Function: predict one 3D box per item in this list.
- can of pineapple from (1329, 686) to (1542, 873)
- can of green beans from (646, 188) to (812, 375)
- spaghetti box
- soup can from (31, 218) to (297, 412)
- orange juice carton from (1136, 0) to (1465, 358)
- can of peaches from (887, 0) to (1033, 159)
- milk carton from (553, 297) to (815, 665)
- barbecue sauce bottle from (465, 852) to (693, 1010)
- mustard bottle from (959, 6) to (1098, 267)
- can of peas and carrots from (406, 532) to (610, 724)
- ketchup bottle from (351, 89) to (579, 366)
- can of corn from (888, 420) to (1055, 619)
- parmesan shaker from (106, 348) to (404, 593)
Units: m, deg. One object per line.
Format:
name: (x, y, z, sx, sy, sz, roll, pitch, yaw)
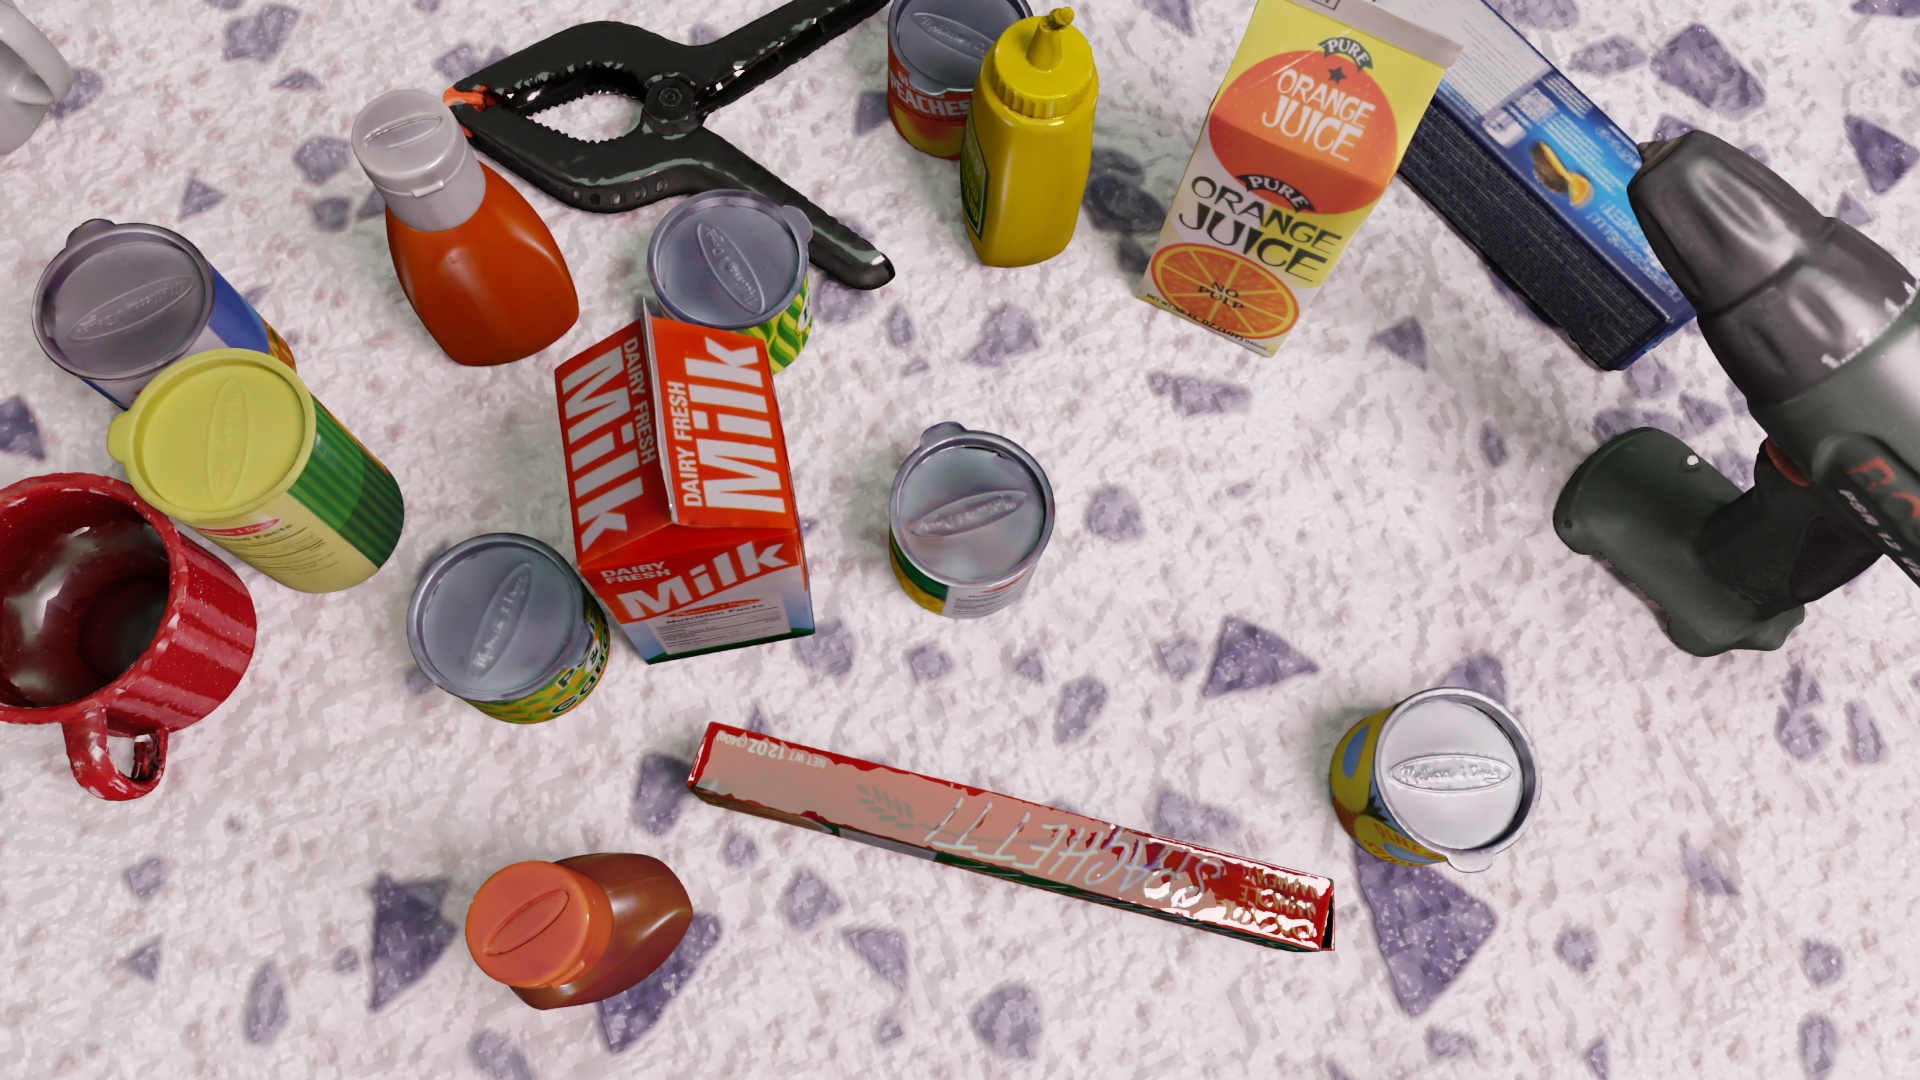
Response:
can of pineapple: (0.188, 0.098, 0.556, 0.071, 0.057, 0.071, 1, 73, -3)
can of green beans: (-0.098, -0.108, 0.601, 0.071, 0.057, 0.071, 1, 73, -3)
spaghetti box: (0.020, 0.118, 0.543, 0.250, 0.050, 0.029, 14, 73, 1)
soup can: (-0.320, -0.081, 0.564, 0.071, 0.083, 0.071, 1, 73, -3)
orange juice carton: (0.133, -0.155, 0.560, 0.072, 0.192, 0.073, 26, 73, 4)
can of peaches: (-0.002, -0.217, 0.641, 0.071, 0.058, 0.071, 1, 73, -3)
milk carton: (-0.097, -0.014, 0.503, 0.073, 0.190, 0.072, -10, 74, -7)
barbecue sauce bottle: (-0.131, 0.133, 0.477, 0.065, 0.148, 0.044, -35, 79, -13)
mustard bottle: (0.028, -0.171, 0.575, 0.049, 0.159, 0.065, -10, 74, -7)
can of peas and carrots: (-0.174, 0.037, 0.550, 0.071, 0.058, 0.071, 1, 73, -3)
ketchup bottle: (-0.196, -0.120, 0.550, 0.065, 0.148, 0.043, -24, 76, -10)
can of corn: (0.002, -0.007, 0.576, 0.071, 0.058, 0.071, 1, 73, -3)
parmesan shaker: (-0.268, -0.024, 0.540, 0.071, 0.102, 0.071, 1, 73, -3)
